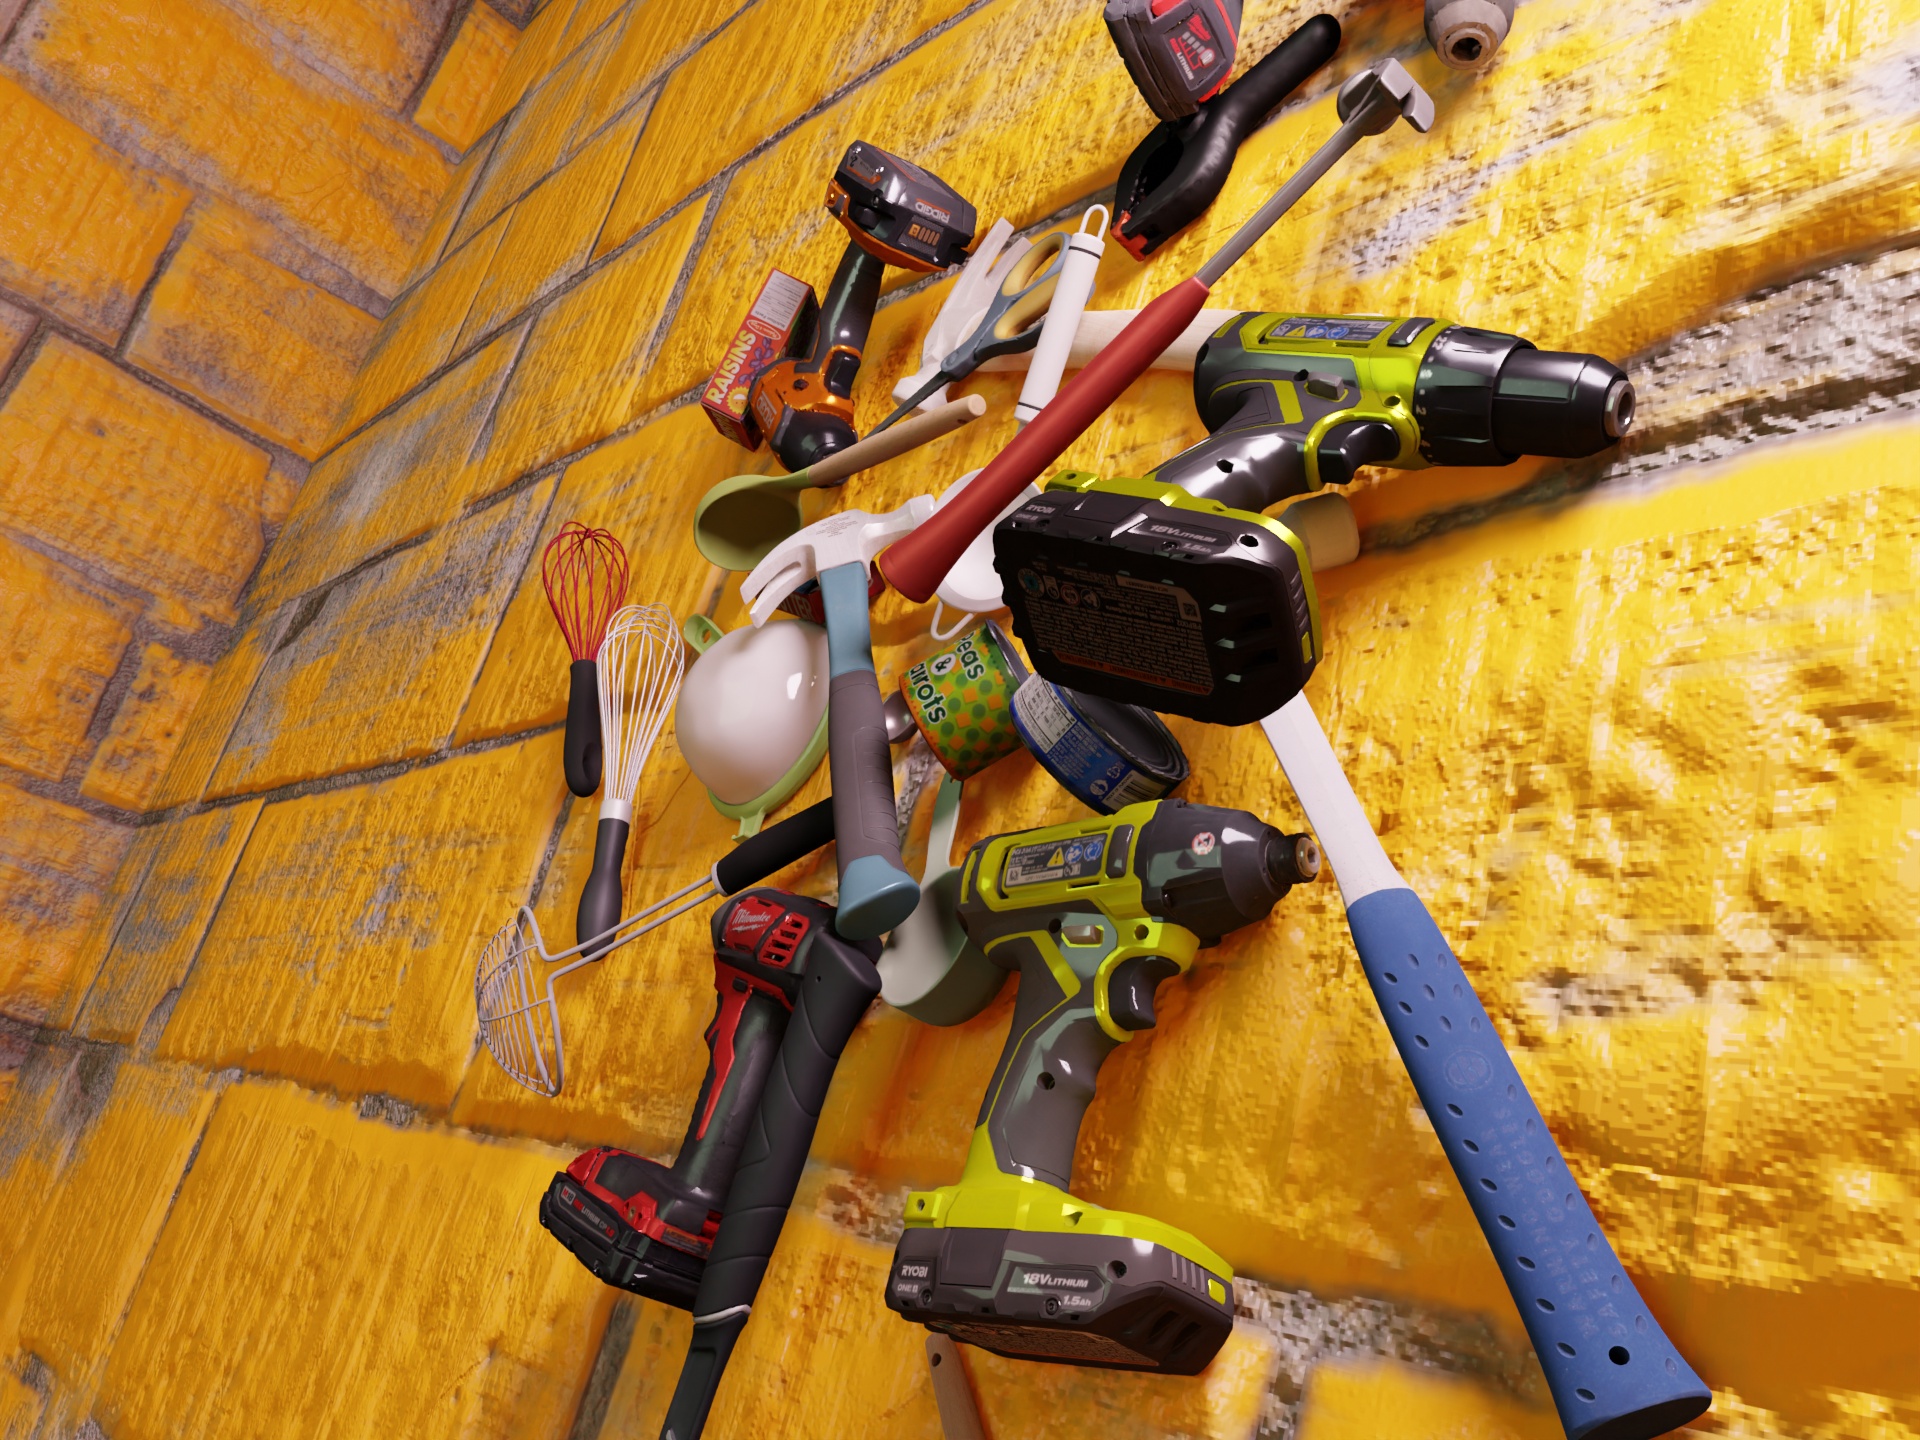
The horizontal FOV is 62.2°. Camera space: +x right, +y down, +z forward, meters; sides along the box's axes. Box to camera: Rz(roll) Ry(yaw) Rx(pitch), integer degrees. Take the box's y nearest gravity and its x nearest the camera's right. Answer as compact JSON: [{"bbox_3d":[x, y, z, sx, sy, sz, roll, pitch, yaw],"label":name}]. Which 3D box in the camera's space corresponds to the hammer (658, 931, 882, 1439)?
[{"bbox_3d":[-0.122,0.299,0.751,0.149,0.036,0.409,9,76,42],"label":"hammer"}]

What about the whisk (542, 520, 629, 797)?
[{"bbox_3d":[-0.310,-0.057,1.315,0.073,0.073,0.296,-37,44,30],"label":"whisk"}]

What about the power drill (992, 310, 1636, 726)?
[{"bbox_3d":[0.142,-0.097,0.648,0.191,0.080,0.228,16,46,42],"label":"power drill"}]

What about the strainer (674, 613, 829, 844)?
[{"bbox_3d":[-0.164,-0.035,1.088,0.151,0.069,0.257,-56,35,5],"label":"strainer"}]

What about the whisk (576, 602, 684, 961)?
[{"bbox_3d":[-0.245,0.038,1.155,0.070,0.070,0.285,-24,52,42],"label":"whisk"}]

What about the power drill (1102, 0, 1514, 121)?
[{"bbox_3d":[0.197,-0.403,0.862,0.227,0.080,0.188,-6,59,31],"label":"power drill"}]

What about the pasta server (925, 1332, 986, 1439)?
[{"bbox_3d":[0.025,0.354,0.565,0.060,0.040,0.317,-37,36,11],"label":"pasta server"}]

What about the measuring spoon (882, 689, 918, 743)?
[{"bbox_3d":[-0.001,-0.003,0.904,0.124,0.018,0.034,-5,61,44],"label":"measuring spoon"}]

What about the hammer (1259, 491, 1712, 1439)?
[{"bbox_3d":[0.147,0.062,0.594,0.144,0.035,0.406,-16,47,-1],"label":"hammer"}]

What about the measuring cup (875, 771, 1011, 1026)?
[{"bbox_3d":[0.001,0.084,0.815,0.083,0.038,0.168,-39,27,33],"label":"measuring cup"}]

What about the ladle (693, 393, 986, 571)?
[{"bbox_3d":[-0.081,-0.153,1.029,0.320,0.078,0.062,-9,70,55],"label":"ladle"}]

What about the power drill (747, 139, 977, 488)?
[{"bbox_3d":[-0.075,-0.277,1.127,0.226,0.084,0.164,-62,31,22],"label":"power drill"}]

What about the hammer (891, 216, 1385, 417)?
[{"bbox_3d":[0.099,-0.230,0.925,0.411,0.038,0.146,23,83,56],"label":"hammer"}]

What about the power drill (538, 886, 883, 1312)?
[{"bbox_3d":[-0.134,0.195,0.869,0.143,0.078,0.220,8,69,55],"label":"power drill"}]

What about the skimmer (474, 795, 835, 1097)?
[{"bbox_3d":[-0.179,0.128,1.012,0.363,0.090,0.127,-29,65,22],"label":"skimmer"}]

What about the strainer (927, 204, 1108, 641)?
[{"bbox_3d":[0.040,-0.165,0.905,0.087,0.050,0.258,24,100,33],"label":"strainer"}]

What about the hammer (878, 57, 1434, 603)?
[{"bbox_3d":[0.087,-0.185,0.804,0.359,0.036,0.149,-43,10,23],"label":"hammer"}]

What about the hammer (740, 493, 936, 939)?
[{"bbox_3d":[-0.059,-0.013,0.901,0.128,0.033,0.331,-14,43,5],"label":"hammer"}]

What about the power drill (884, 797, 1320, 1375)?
[{"bbox_3d":[0.059,0.140,0.652,0.171,0.080,0.223,-13,51,39],"label":"power drill"}]
